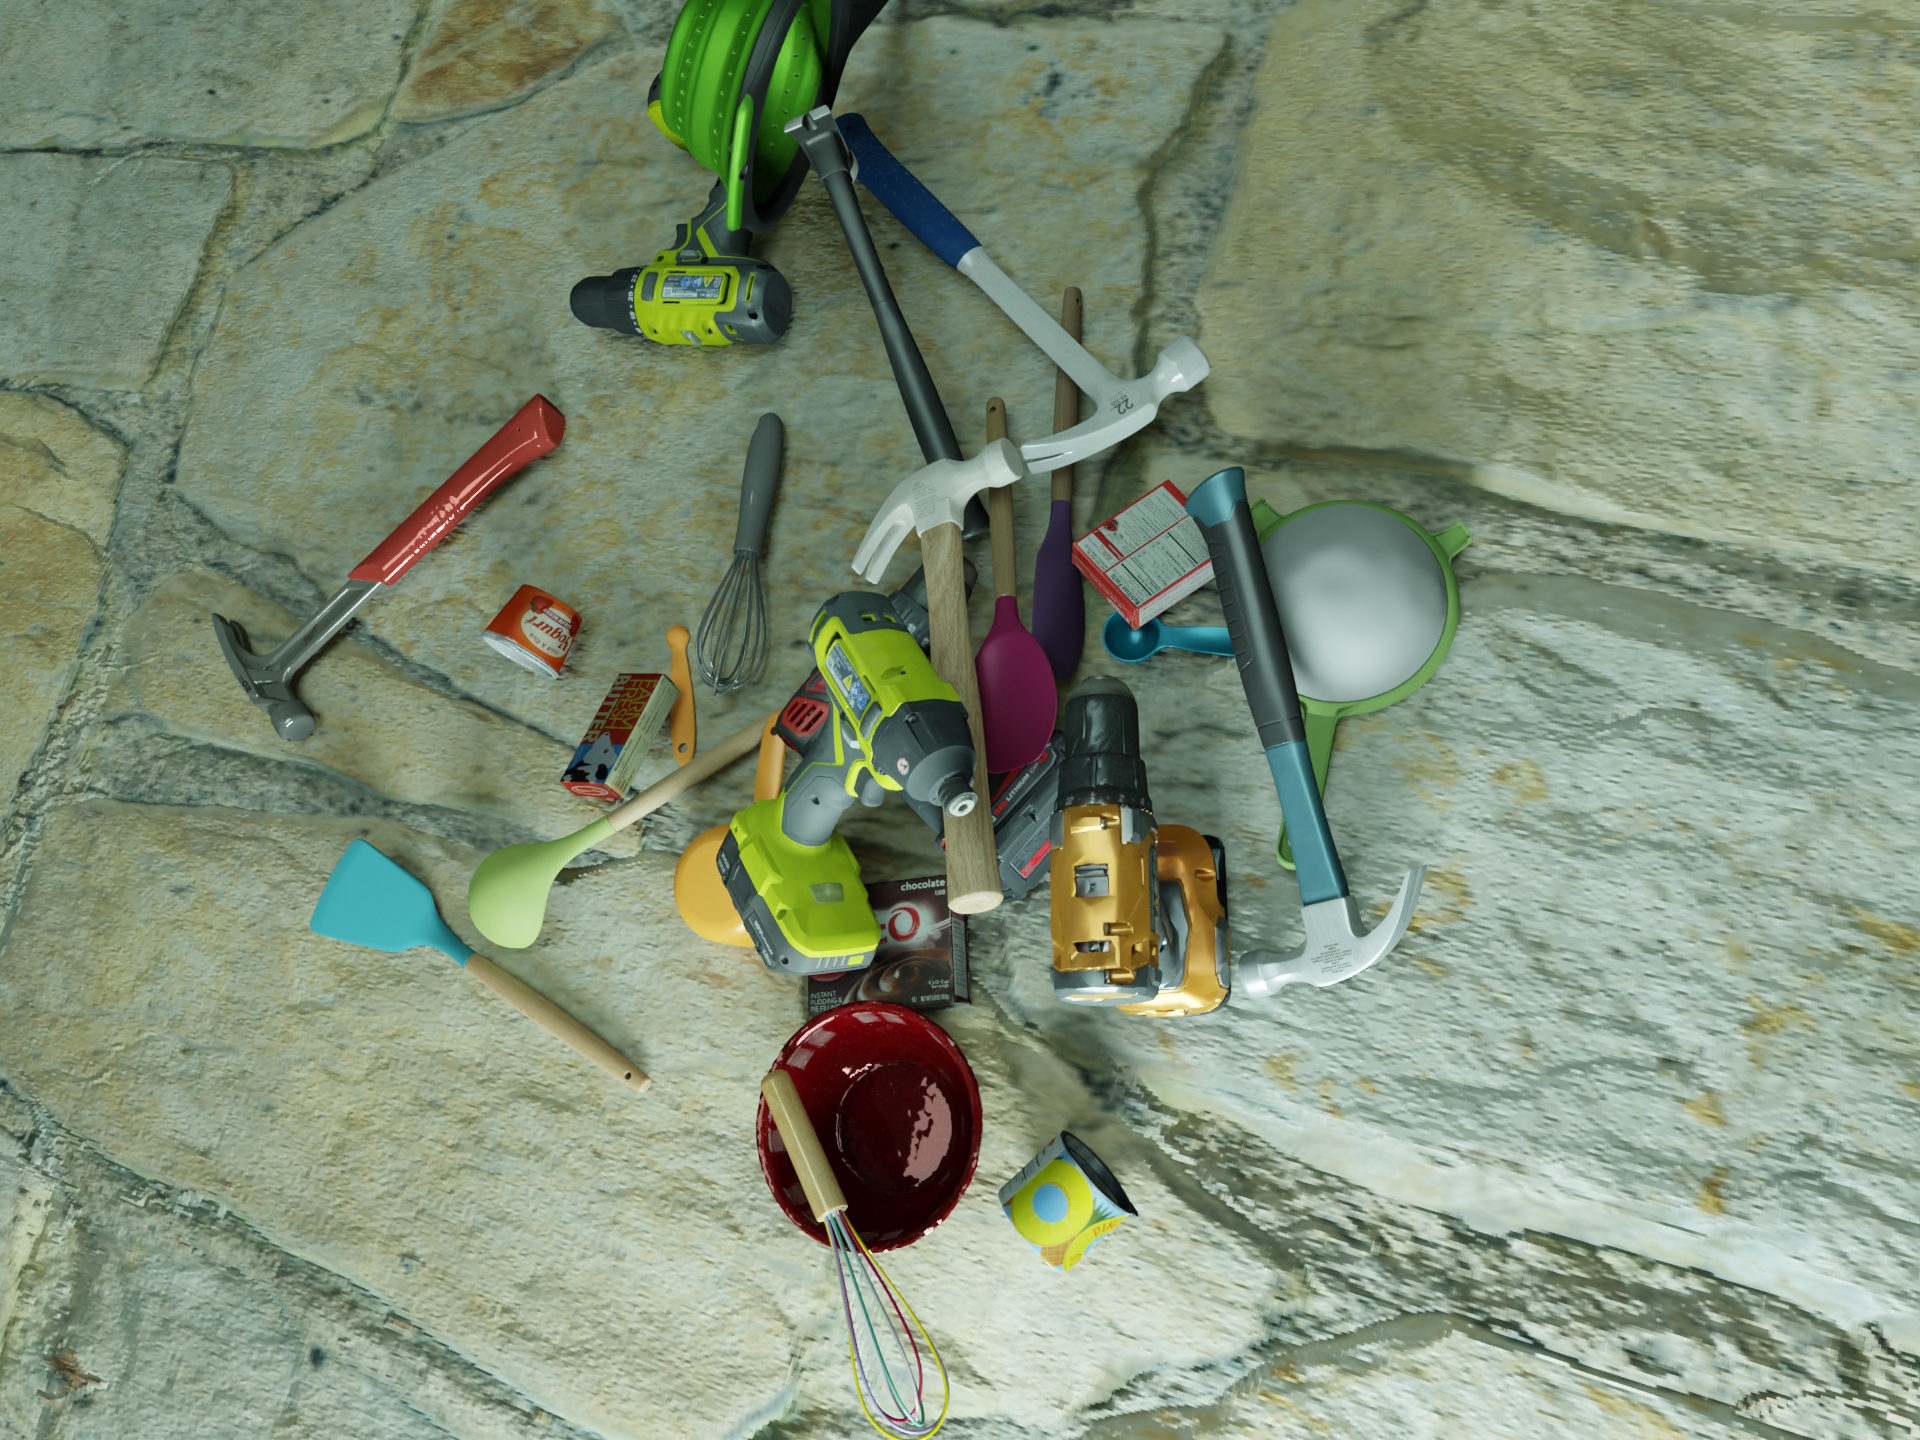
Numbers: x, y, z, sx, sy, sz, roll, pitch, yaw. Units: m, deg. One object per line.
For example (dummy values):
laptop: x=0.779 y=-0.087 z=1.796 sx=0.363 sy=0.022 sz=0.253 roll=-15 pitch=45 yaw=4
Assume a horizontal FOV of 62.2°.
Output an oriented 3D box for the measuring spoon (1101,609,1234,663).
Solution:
measuring spoon: x=0.163 y=-0.053 z=1.103 sx=0.128 sy=0.021 sz=0.042 roll=6 pitch=72 yaw=12

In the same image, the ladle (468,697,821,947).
ladle: x=-0.236 y=0.068 z=1.205 sx=0.320 sy=0.062 sz=0.078 roll=-32 pitch=61 yaw=2

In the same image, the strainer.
strainer: x=0.237 y=-0.032 z=1.031 sx=0.151 sy=0.069 sz=0.256 roll=10 pitch=79 yaw=17

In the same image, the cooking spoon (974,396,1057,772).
cooking spoon: x=0.031 y=-0.104 z=1.107 sx=0.069 sy=0.017 sz=0.319 roll=-18 pitch=55 yaw=24

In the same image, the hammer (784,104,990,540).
hammer: x=-0.050 y=-0.290 z=1.167 sx=0.035 sy=0.146 sz=0.335 roll=-21 pitch=88 yaw=6

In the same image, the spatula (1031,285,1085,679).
spatula: x=0.076 y=-0.179 z=1.155 sx=0.018 sy=0.059 sz=0.316 roll=-14 pitch=64 yaw=39

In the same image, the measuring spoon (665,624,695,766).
measuring spoon: x=-0.218 y=-0.020 z=1.233 sx=0.021 sy=0.011 sz=0.117 roll=-12 pitch=71 yaw=17

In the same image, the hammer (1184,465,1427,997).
hammer: x=0.201 y=0.002 z=1.007 sx=0.128 sy=0.033 sz=0.331 roll=-18 pitch=82 yaw=32

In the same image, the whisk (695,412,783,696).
whisk: x=-0.165 y=-0.131 z=1.228 sx=0.055 sy=0.055 sz=0.239 roll=1 pitch=71 yaw=20

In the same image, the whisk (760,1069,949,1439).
whisk: x=-0.075 y=0.332 z=1.000 sx=0.047 sy=0.051 sz=0.245 roll=-36 pitch=63 yaw=14

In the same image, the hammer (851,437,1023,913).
hammer: x=-0.007 y=-0.030 z=1.057 sx=0.130 sy=0.031 sz=0.332 roll=-20 pitch=59 yaw=26

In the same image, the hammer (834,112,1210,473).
hammer: x=0.009 y=-0.343 z=1.210 sx=0.144 sy=0.035 sz=0.406 roll=-37 pitch=61 yaw=-3

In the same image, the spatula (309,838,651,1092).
spatula: x=-0.360 y=0.196 z=1.205 sx=0.318 sy=0.044 sz=0.082 roll=27 pitch=89 yaw=24

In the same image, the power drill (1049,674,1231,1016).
power drill: x=0.106 y=0.087 z=0.963 sx=0.084 sy=0.226 sz=0.185 roll=-6 pitch=73 yaw=19

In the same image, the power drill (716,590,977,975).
power drill: x=-0.070 y=0.053 z=1.016 sx=0.171 sy=0.080 sz=0.223 roll=57 pitch=133 yaw=36

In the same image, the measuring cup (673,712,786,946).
measuring cup: x=-0.156 y=0.077 z=1.149 sx=0.095 sy=0.052 sz=0.174 roll=7 pitch=85 yaw=23

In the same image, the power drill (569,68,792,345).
power drill: x=-0.220 y=-0.420 z=1.316 sx=0.190 sy=0.080 sz=0.228 roll=7 pitch=80 yaw=21

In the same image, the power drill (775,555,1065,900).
power drill: x=-0.002 y=-0.004 z=1.115 sx=0.227 sy=0.080 sz=0.188 roll=38 pitch=85 yaw=29

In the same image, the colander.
colander: x=-0.134 y=-0.533 z=1.226 sx=0.094 sy=0.204 sz=0.397 roll=21 pitch=51 yaw=2

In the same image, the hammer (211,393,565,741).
hammer: x=-0.481 y=-0.150 z=1.355 sx=0.359 sy=0.036 sz=0.149 roll=-42 pitch=65 yaw=5
